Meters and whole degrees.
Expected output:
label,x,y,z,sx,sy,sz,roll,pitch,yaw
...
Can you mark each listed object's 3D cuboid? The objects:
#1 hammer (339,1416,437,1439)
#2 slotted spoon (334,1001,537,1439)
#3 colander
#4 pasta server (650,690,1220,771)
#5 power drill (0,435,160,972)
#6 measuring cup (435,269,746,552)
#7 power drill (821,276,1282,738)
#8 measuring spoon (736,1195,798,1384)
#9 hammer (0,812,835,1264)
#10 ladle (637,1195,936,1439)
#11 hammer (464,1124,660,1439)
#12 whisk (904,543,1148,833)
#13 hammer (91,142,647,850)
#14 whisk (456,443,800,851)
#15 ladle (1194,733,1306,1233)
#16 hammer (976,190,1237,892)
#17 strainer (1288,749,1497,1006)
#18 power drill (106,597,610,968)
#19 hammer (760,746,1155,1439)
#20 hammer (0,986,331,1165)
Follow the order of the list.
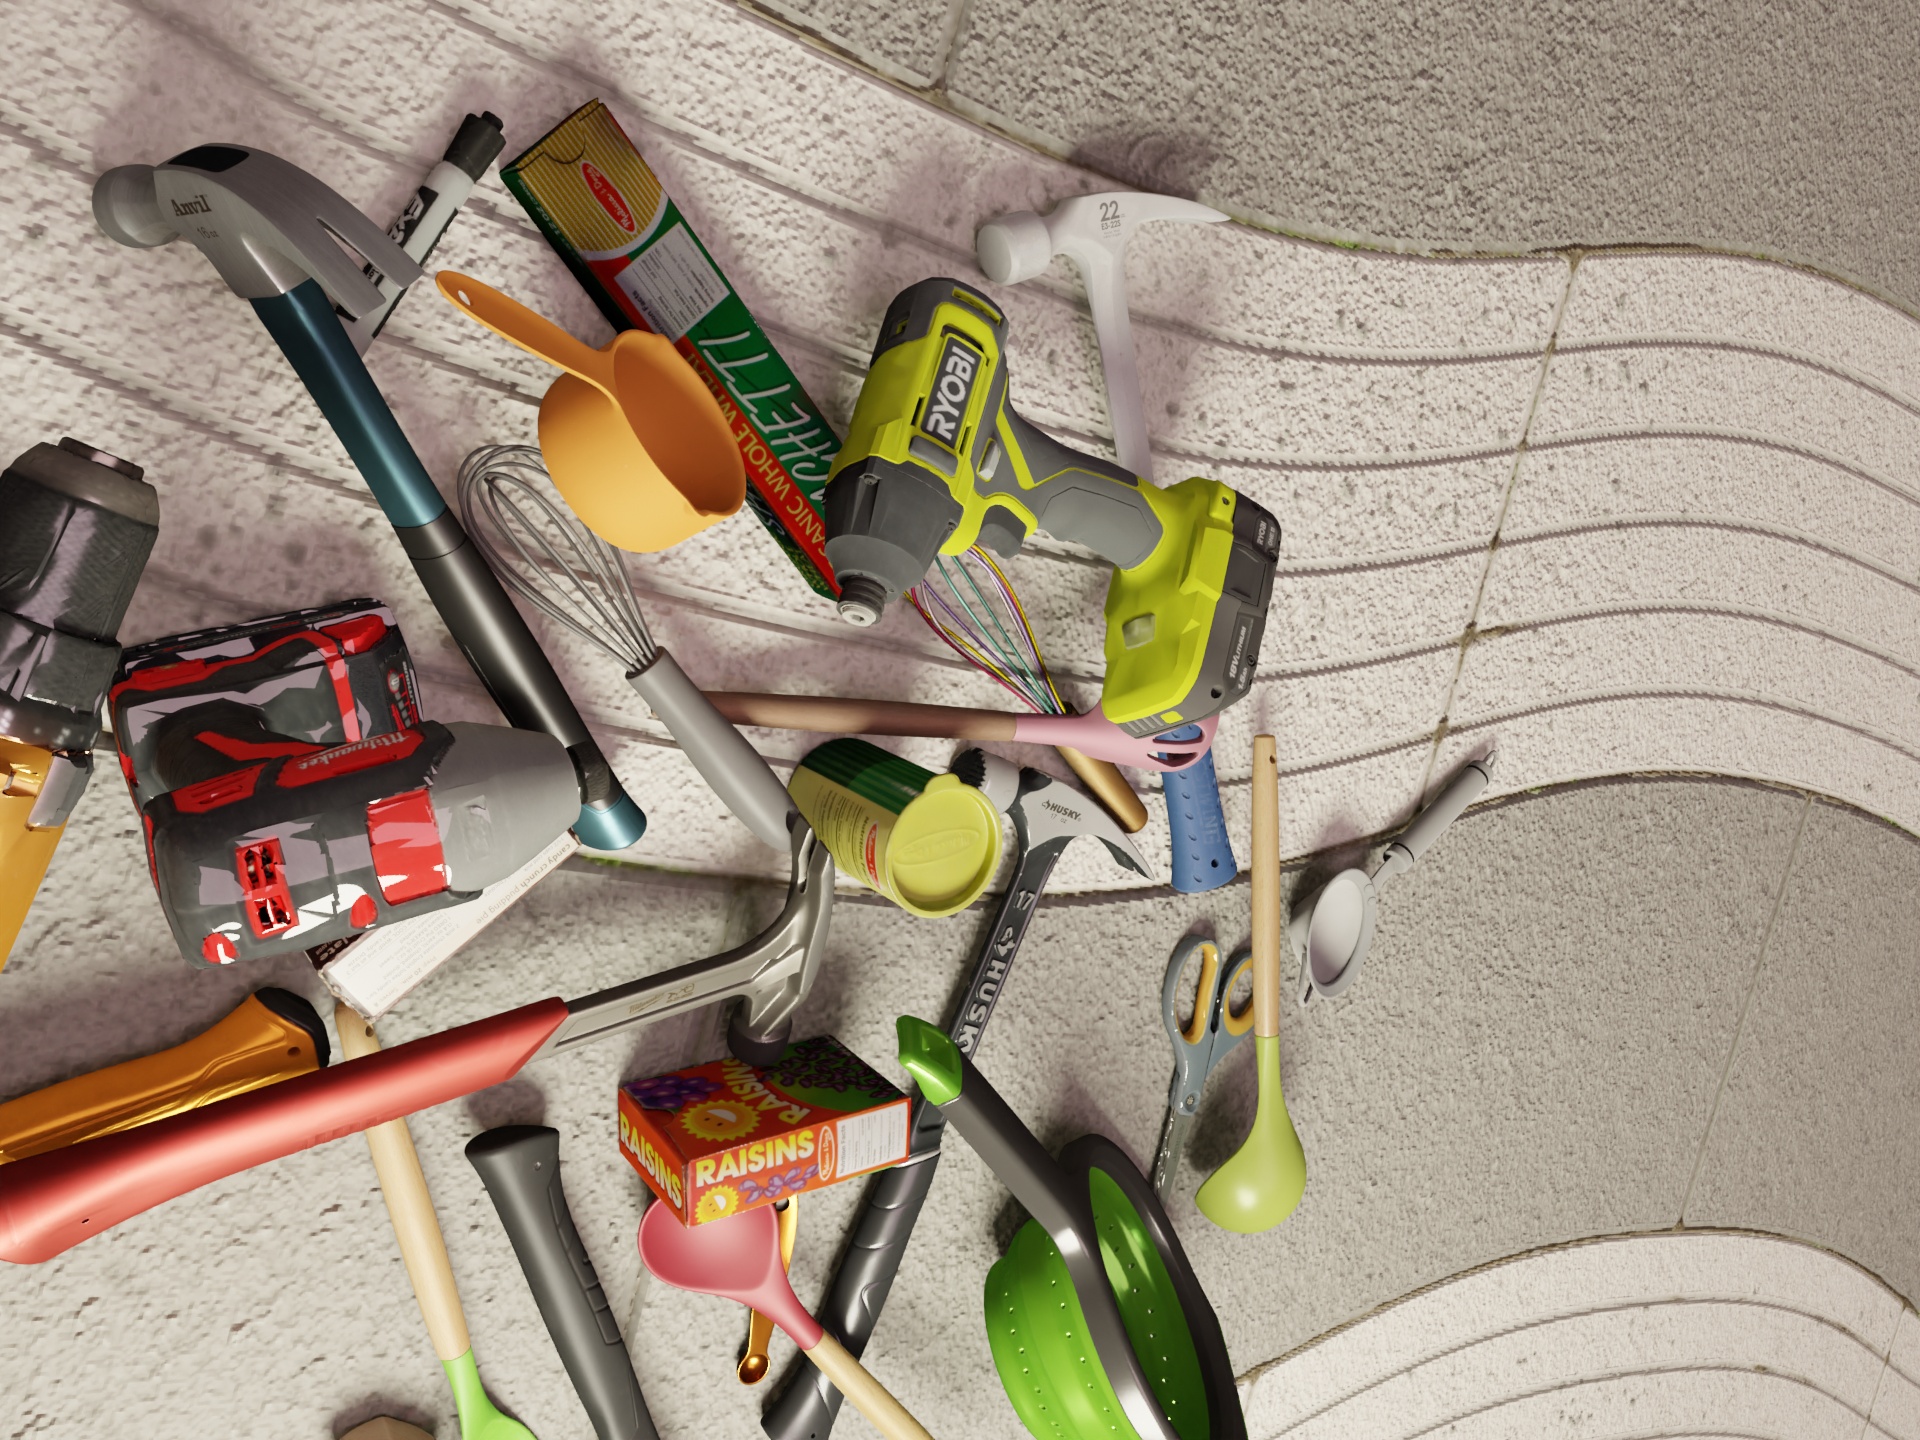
label,x,y,z,sx,sy,sz,roll,pitch,yaw
hammer,-0.276,0.537,0.795,0.146,0.038,0.410,-12,108,-29
slotted spoon,-0.244,0.273,0.749,0.031,0.070,0.313,-7,106,13
colander,0.038,0.298,0.876,0.094,0.205,0.396,-26,125,13
pasta server,-0.001,-0.003,0.817,0.316,0.040,0.060,4,122,-21
power drill,-0.321,-0.007,0.508,0.084,0.226,0.185,24,88,-36
measuring cup,-0.159,-0.126,0.643,0.173,0.052,0.095,26,43,-55
power drill,0.041,-0.086,0.767,0.223,0.080,0.171,27,65,-26
measuring spoon,-0.106,0.305,0.868,0.021,0.011,0.117,8,94,-34
hammer,-0.218,0.142,0.687,0.359,0.037,0.149,-14,135,-34
ladle,-0.063,0.347,0.854,0.069,0.031,0.315,-38,111,-2
hammer,-0.176,0.346,0.794,0.146,0.035,0.334,-39,119,-49
whisk,0.039,-0.017,0.867,0.047,0.051,0.244,-36,126,3
hammer,-0.215,-0.073,0.649,0.033,0.128,0.330,-53,135,-36
whisk,-0.142,-0.027,0.723,0.055,0.055,0.238,-44,118,-17
ladle,0.181,0.166,0.991,0.078,0.062,0.320,-7,98,-35
hammer,0.113,-0.091,0.895,0.144,0.035,0.405,-24,114,-27
strainer,0.284,0.097,1.056,0.258,0.050,0.086,-39,126,-26
power drill,-0.227,0.016,0.581,0.143,0.220,0.078,-17,111,-29
hammer,-0.015,0.224,0.892,0.149,0.036,0.409,23,89,-37
hammer,-0.415,0.190,0.614,0.337,0.034,0.127,-19,111,-29
